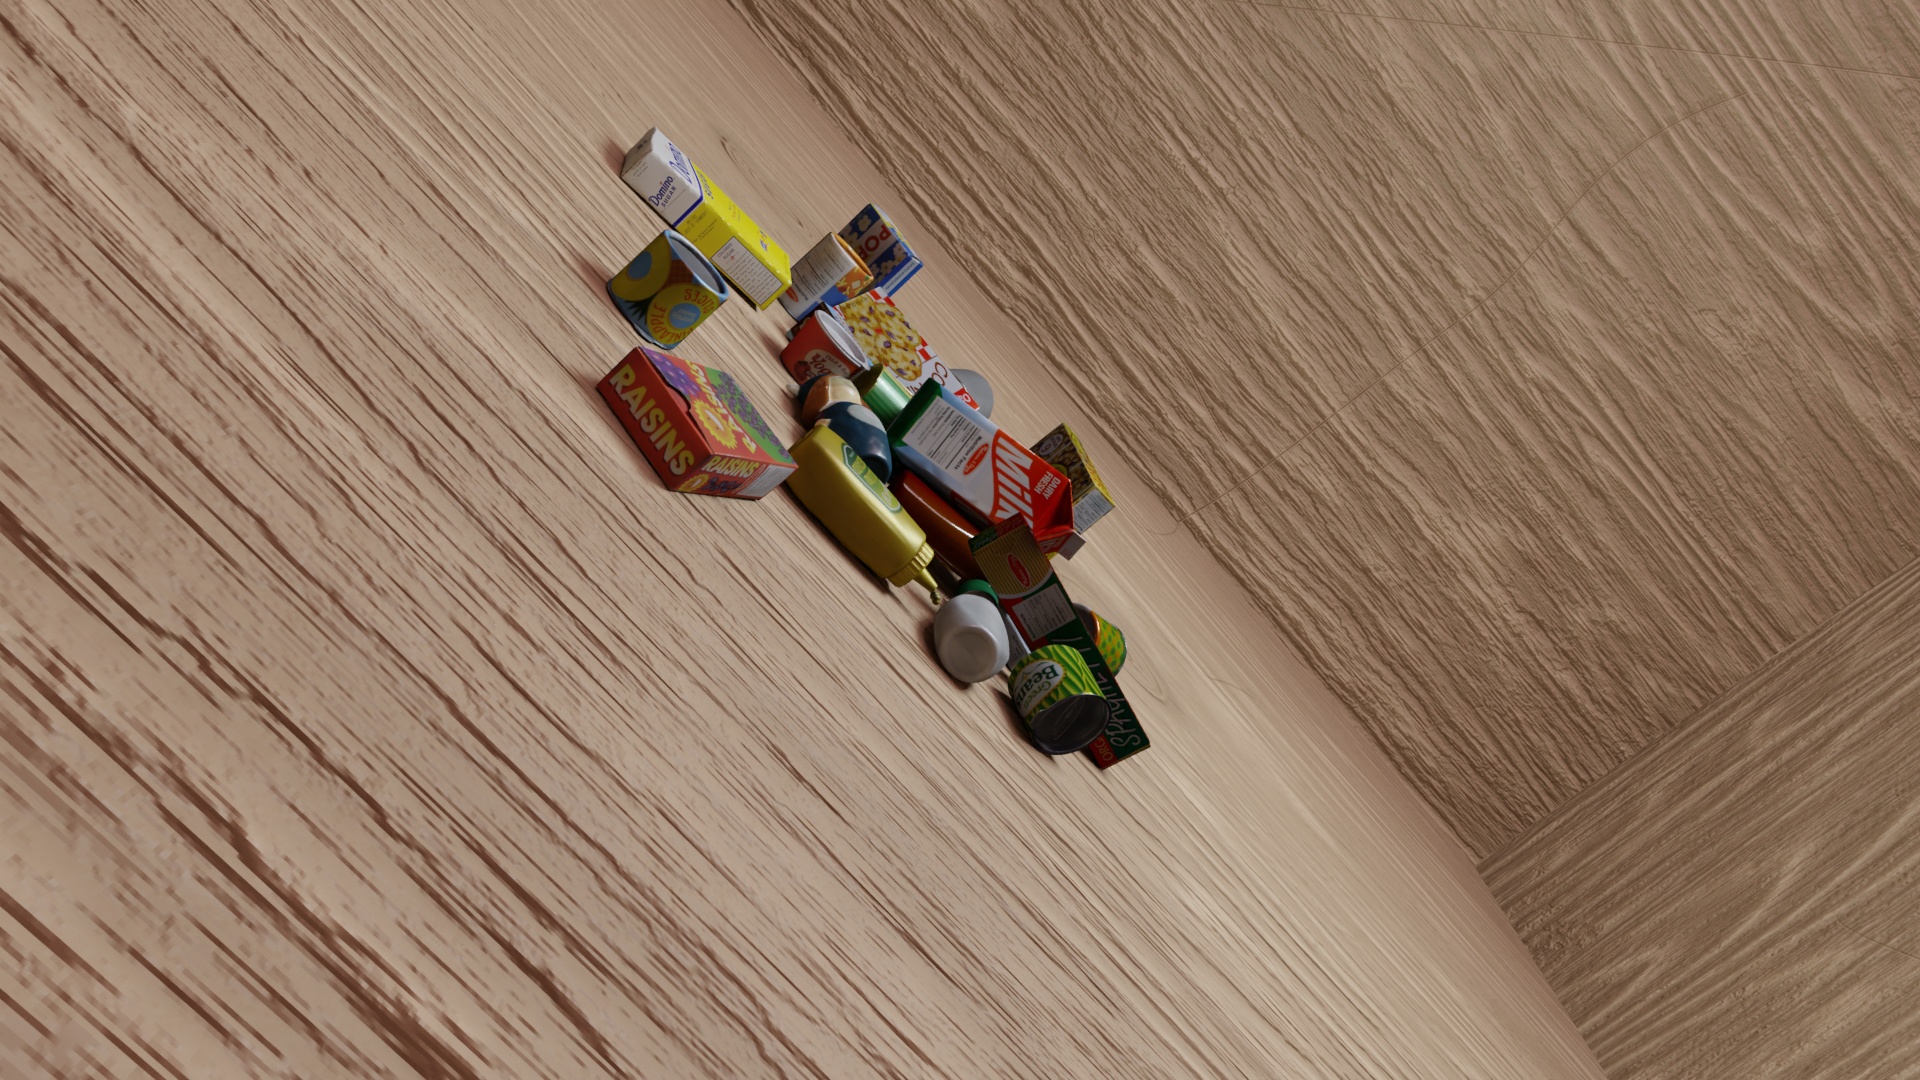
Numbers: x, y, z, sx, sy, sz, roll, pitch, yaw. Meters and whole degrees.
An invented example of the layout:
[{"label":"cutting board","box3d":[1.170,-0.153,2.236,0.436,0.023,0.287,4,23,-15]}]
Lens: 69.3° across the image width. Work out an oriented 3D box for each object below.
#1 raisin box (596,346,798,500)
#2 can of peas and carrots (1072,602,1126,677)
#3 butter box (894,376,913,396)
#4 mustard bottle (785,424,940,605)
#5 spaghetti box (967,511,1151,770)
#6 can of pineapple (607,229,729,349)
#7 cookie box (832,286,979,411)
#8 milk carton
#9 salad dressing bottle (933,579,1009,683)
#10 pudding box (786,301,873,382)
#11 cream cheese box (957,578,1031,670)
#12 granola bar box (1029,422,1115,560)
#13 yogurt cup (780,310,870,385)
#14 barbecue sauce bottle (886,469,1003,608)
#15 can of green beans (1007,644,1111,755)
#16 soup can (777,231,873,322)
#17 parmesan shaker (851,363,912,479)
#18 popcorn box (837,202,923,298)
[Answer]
[{"label":"raisin box","box3d":[-0.163,-0.071,0.877,0.086,0.040,0.123,54,13,12]},{"label":"can of peas and carrots","box3d":[0.112,0.099,1.291,0.058,0.071,0.071,35,19,-50]},{"label":"butter box","box3d":[-0.057,-0.112,1.327,0.103,0.053,0.024,43,-16,-20]},{"label":"mustard bottle","box3d":[-0.066,-0.014,1.027,0.160,0.048,0.065,47,14,-12]},{"label":"spaghetti box","box3d":[0.084,0.087,1.134,0.249,0.050,0.029,59,5,-28]},{"label":"can of pineapple","box3d":[-0.207,-0.178,0.992,0.071,0.058,0.071,48,12,-14]},{"label":"cookie box","box3d":[-0.069,-0.171,1.415,0.167,0.040,0.123,50,34,0]},{"label":"milk carton","box3d":[0.025,-0.048,1.194,0.190,0.073,0.072,36,-16,2]},{"label":"salad dressing bottle","box3d":[0.010,0.065,1.078,0.064,0.044,0.148,49,10,-7]},{"label":"pudding box","box3d":[-0.123,-0.179,1.315,0.084,0.049,0.030,57,12,25]},{"label":"cream cheese box","box3d":[0.040,0.073,1.205,0.053,0.024,0.104,33,21,-55]},{"label":"granola bar box","box3d":[0.091,-0.047,1.505,0.039,0.124,0.166,44,13,-26]},{"label":"yogurt cup","box3d":[-0.125,-0.167,1.258,0.072,0.054,0.072,47,12,-13]},{"label":"barbecue sauce bottle","box3d":[-0.002,0.002,1.165,0.148,0.043,0.065,39,7,-9]},{"label":"can of green beans","box3d":[0.076,0.124,1.084,0.071,0.071,0.058,39,16,-42]},{"label":"soup can","box3d":[-0.140,-0.265,1.428,0.071,0.083,0.071,48,12,-13]},{"label":"parmesan shaker","box3d":[-0.060,-0.102,1.266,0.103,0.071,0.071,46,12,-21]},{"label":"popcorn box","box3d":[-0.112,-0.289,1.501,0.085,0.126,0.038,55,15,22]}]
